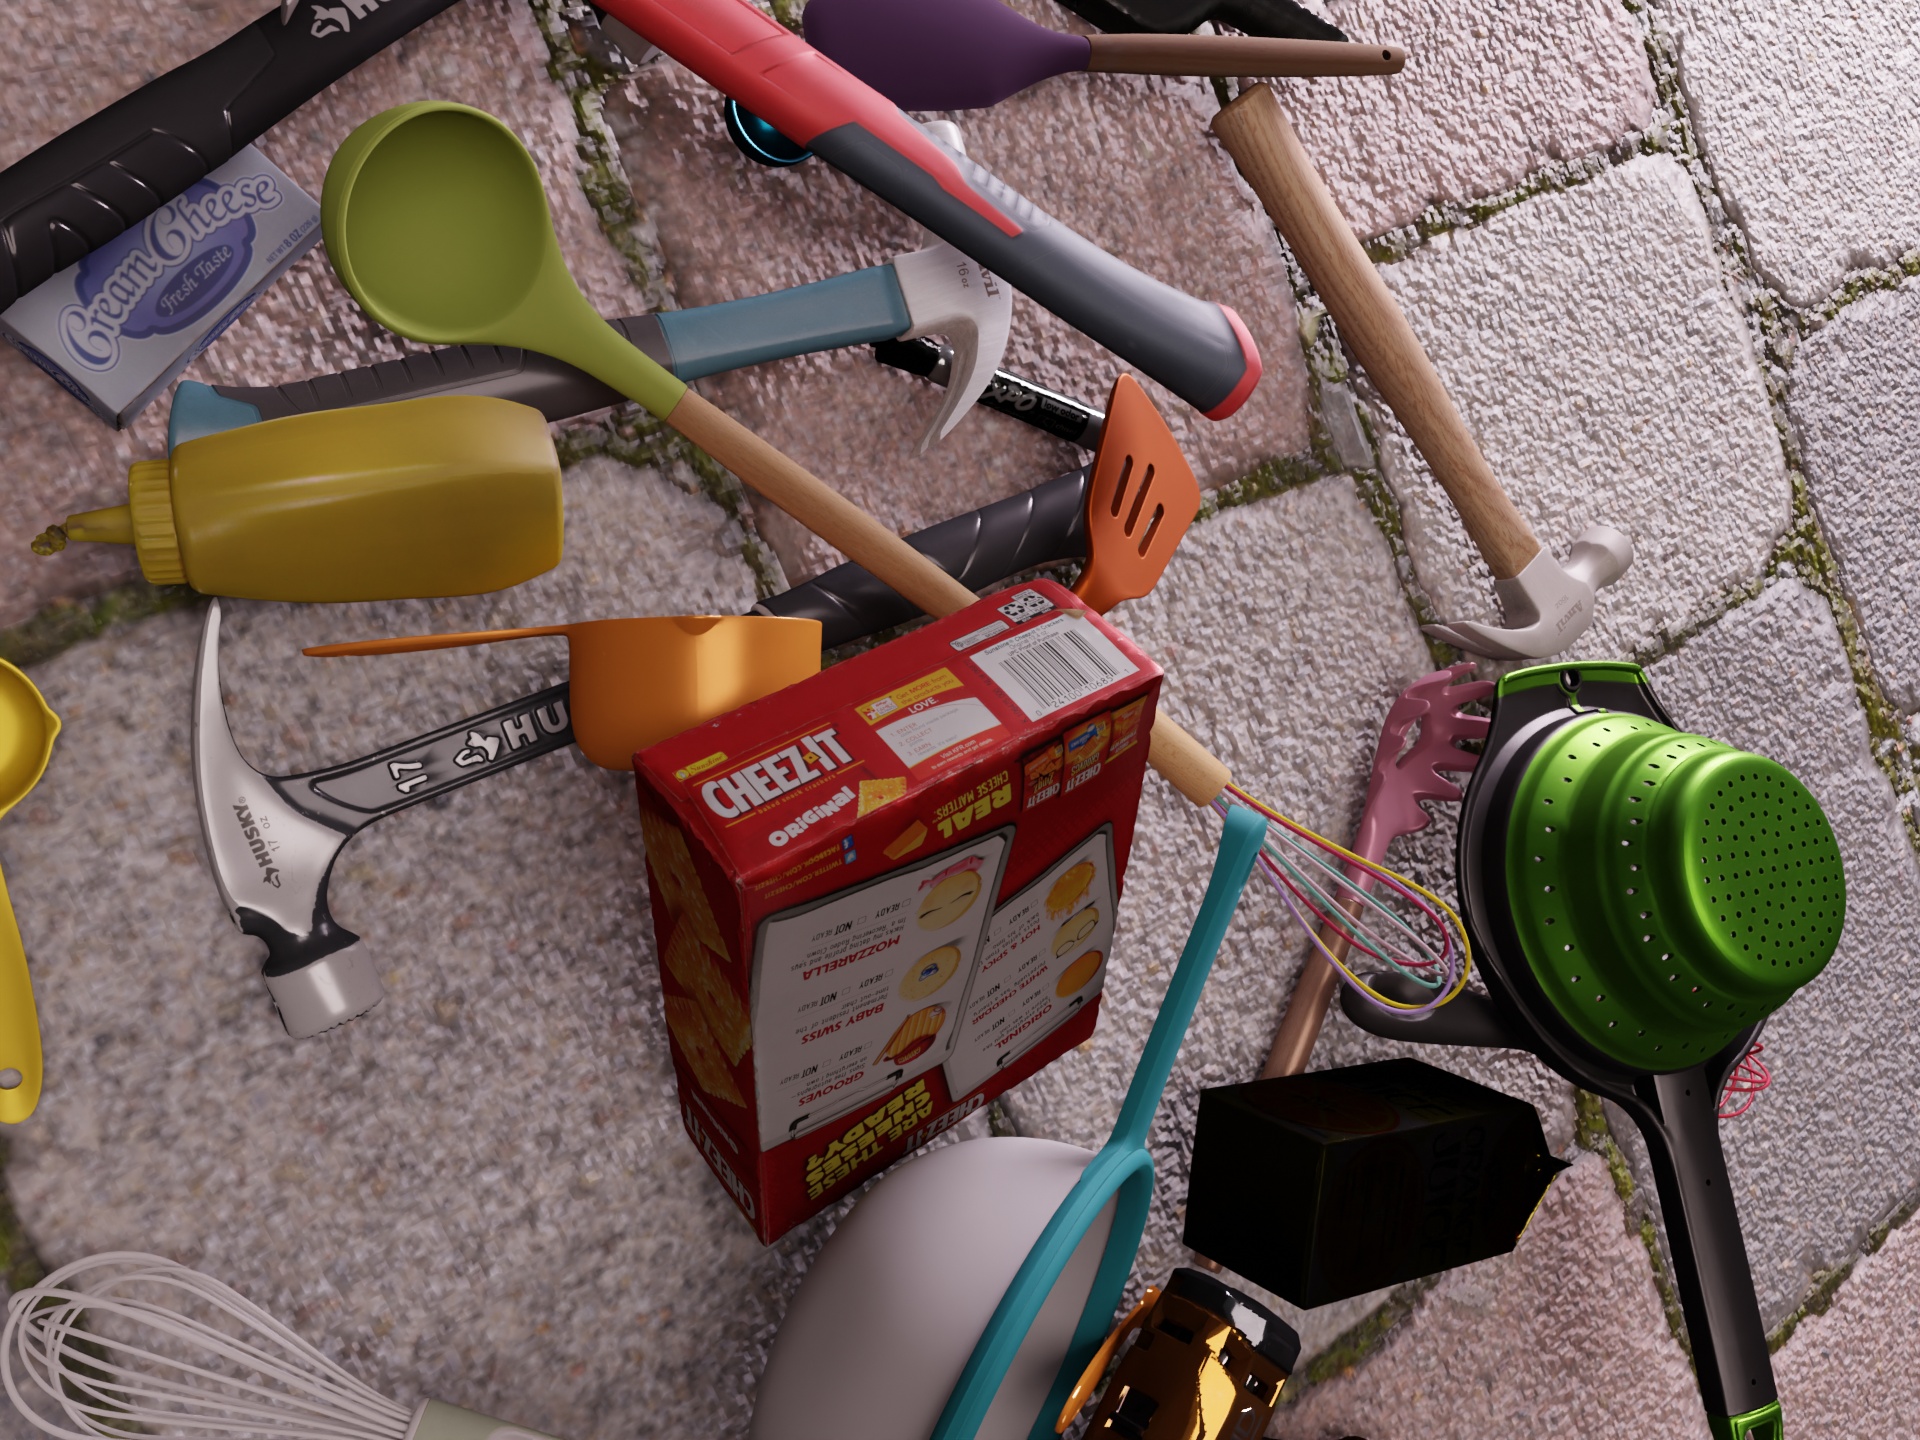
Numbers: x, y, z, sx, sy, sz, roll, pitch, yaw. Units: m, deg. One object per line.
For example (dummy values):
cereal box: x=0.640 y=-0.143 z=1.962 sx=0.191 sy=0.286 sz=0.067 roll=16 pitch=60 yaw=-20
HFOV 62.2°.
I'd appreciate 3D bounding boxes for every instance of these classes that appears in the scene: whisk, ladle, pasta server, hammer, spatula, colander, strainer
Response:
whisk: x=0.303 y=0.157 z=0.799 sx=0.295 sy=0.073 sz=0.073 roll=13 pitch=80 yaw=-28
ladle: x=-0.078 y=-0.098 z=0.570 sx=0.320 sy=0.062 sz=0.078 roll=35 pitch=85 yaw=-18
whisk: x=0.133 y=0.042 z=0.712 sx=0.245 sy=0.047 sz=0.051 roll=41 pitch=37 yaw=-4
pasta server: x=0.182 y=0.113 z=0.759 sx=0.060 sy=0.040 sz=0.316 roll=37 pitch=71 yaw=-34
hammer: x=-0.126 y=-0.138 z=0.601 sx=0.331 sy=0.033 sz=0.128 roll=-19 pitch=92 yaw=-24
spatula: x=-0.001 y=-0.002 z=0.655 sx=0.322 sy=0.041 sz=0.080 roll=-49 pitch=129 yaw=-10
hammer: x=-0.047 y=-0.212 z=0.597 sx=0.386 sy=0.038 sz=0.143 roll=29 pitch=66 yaw=-20
hammer: x=0.226 y=-0.170 z=0.808 sx=0.130 sy=0.031 sz=0.331 roll=-43 pitch=106 yaw=-24
spatula: x=0.077 y=-0.304 z=0.721 sx=0.316 sy=0.018 sz=0.060 roll=-9 pitch=92 yaw=-25
hammer: x=-0.090 y=-0.033 z=0.626 sx=0.409 sy=0.036 sz=0.149 roll=-24 pitch=97 yaw=-28
colander: x=0.357 y=0.156 z=0.741 sx=0.204 sy=0.094 sz=0.397 roll=-5 pitch=80 yaw=-27
whisk: x=-0.184 y=0.228 z=0.512 sx=0.246 sy=0.059 sz=0.058 roll=21 pitch=45 yaw=-7
strainer: x=0.011 y=0.178 z=0.591 sx=0.095 sy=0.210 sz=0.340 roll=21 pitch=85 yaw=20
hammer: x=-0.243 y=-0.216 z=0.530 sx=0.146 sy=0.035 sz=0.335 roll=47 pitch=58 yaw=-16

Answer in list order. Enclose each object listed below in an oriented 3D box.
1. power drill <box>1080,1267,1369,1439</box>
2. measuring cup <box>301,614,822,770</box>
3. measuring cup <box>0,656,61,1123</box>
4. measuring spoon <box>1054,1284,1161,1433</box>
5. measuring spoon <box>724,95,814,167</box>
power drill: x=0.118 y=0.358 z=0.663 sx=0.226 sy=0.084 sz=0.185 roll=45 pitch=67 yaw=-30
measuring cup: x=-0.133 y=-0.006 z=0.545 sx=0.173 sy=0.095 sz=0.052 roll=-4 pitch=91 yaw=-10
measuring cup: x=-0.315 y=0.052 z=0.509 sx=0.062 sy=0.029 sz=0.156 roll=-9 pitch=102 yaw=-29
measuring spoon: x=0.064 y=0.266 z=0.661 sx=0.117 sy=0.011 sz=0.021 roll=-13 pitch=123 yaw=-65
measuring spoon: x=-0.046 y=-0.239 z=0.678 sx=0.128 sy=0.021 sz=0.042 roll=10 pitch=76 yaw=-37
